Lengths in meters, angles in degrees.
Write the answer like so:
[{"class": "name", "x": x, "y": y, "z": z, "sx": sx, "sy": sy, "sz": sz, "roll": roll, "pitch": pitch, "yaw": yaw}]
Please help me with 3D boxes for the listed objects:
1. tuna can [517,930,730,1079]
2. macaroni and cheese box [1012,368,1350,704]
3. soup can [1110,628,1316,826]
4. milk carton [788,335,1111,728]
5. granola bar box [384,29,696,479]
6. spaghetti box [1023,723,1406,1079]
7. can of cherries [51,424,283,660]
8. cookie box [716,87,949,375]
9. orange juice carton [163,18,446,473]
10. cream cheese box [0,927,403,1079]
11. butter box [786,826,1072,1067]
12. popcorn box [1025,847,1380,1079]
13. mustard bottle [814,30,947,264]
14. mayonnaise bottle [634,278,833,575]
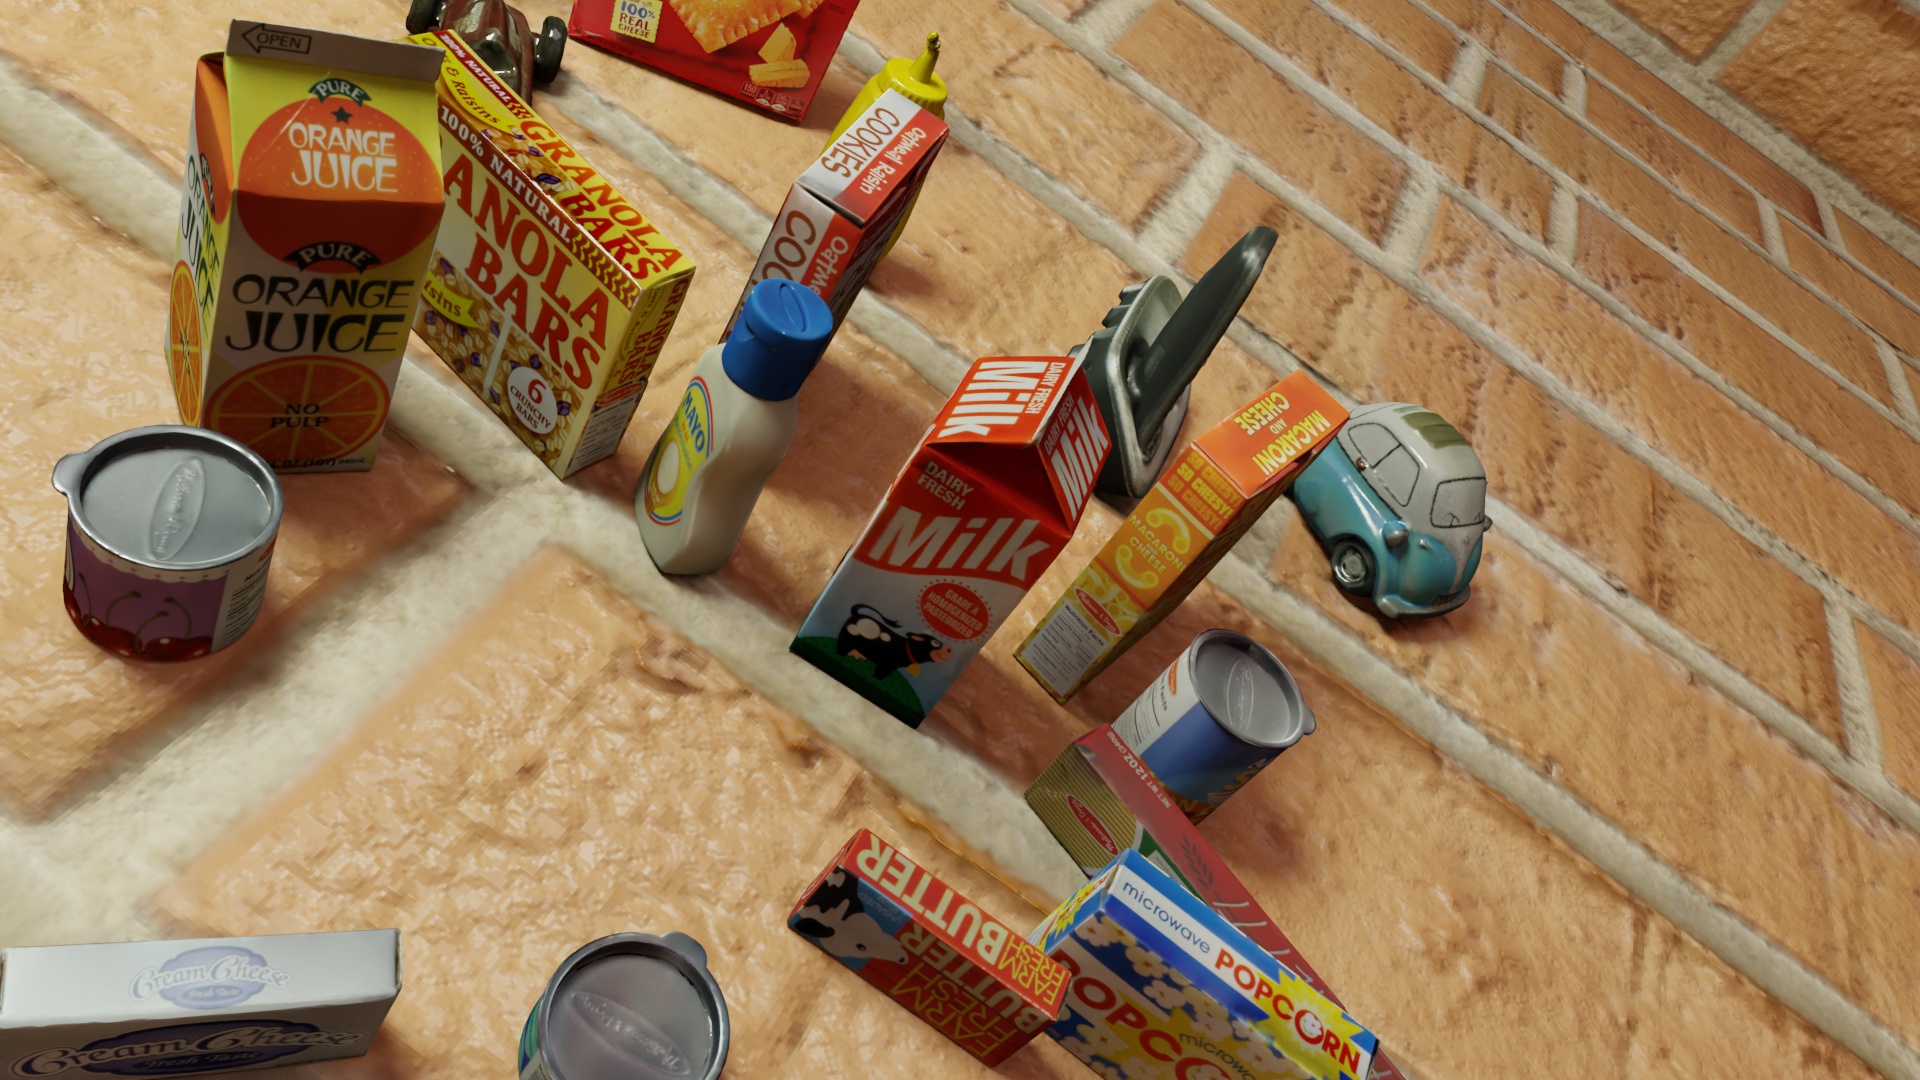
[{"class": "tuna can", "x": -0.115, "y": 0.171, "z": 0.479, "sx": 0.071, "sy": 0.032, "sz": 0.071, "roll": 19, "pitch": 43, "yaw": -19}, {"class": "macaroni and cheese box", "x": 0.111, "y": -0.001, "z": 0.697, "sx": 0.040, "sy": 0.165, "sz": 0.124, "roll": 46, "pitch": 41, "yaw": 11}, {"class": "soup can", "x": 0.118, "y": 0.095, "z": 0.674, "sx": 0.071, "sy": 0.083, "sz": 0.072, "roll": 19, "pitch": 43, "yaw": -19}, {"class": "milk carton", "x": 0.002, "y": -0.008, "z": 0.609, "sx": 0.073, "sy": 0.189, "sz": 0.073, "roll": 33, "pitch": 40, "yaw": -4}, {"class": "granola bar box", "x": -0.205, "y": -0.128, "z": 0.631, "sx": 0.166, "sy": 0.123, "sz": 0.039, "roll": 44, "pitch": 41, "yaw": 9}, {"class": "spaghetti box", "x": 0.124, "y": 0.193, "z": 0.611, "sx": 0.029, "sy": 0.050, "sz": 0.250, "roll": -23, "pitch": 67, "yaw": -46}, {"class": "can of cherries", "x": -0.287, "y": 0.000, "z": 0.502, "sx": 0.071, "sy": 0.058, "sz": 0.072, "roll": 19, "pitch": 43, "yaw": -19}, {"class": "cookie box", "x": -0.073, "y": -0.128, "z": 0.689, "sx": 0.040, "sy": 0.166, "sz": 0.123, "roll": 32, "pitch": 40, "yaw": -5}, {"class": "orange juice carton", "x": -0.252, "y": -0.113, "z": 0.532, "sx": 0.072, "sy": 0.191, "sz": 0.073, "roll": -5, "pitch": 55, "yaw": -38}, {"class": "cream cheese box", "x": -0.226, "y": 0.140, "z": 0.415, "sx": 0.104, "sy": 0.053, "sz": 0.024, "roll": 6, "pitch": 49, "yaw": -31}, {"class": "butter box", "x": -0.012, "y": 0.160, "z": 0.545, "sx": 0.103, "sy": 0.052, "sz": 0.024, "roll": 35, "pitch": 40, "yaw": -1}, {"class": "popcorn box", "x": 0.090, "y": 0.191, "z": 0.561, "sx": 0.127, "sy": 0.084, "sz": 0.038, "roll": 38, "pitch": 40, "yaw": 2}, {"class": "mustard bottle", "x": -0.044, "y": -0.229, "z": 0.811, "sx": 0.065, "sy": 0.159, "sz": 0.049, "roll": 31, "pitch": 40, "yaw": -7}, {"class": "mayonnaise bottle", "x": -0.101, "y": -0.050, "z": 0.610, "sx": 0.041, "sy": 0.147, "sz": 0.065, "roll": 2, "pitch": 51, "yaw": -34}]
